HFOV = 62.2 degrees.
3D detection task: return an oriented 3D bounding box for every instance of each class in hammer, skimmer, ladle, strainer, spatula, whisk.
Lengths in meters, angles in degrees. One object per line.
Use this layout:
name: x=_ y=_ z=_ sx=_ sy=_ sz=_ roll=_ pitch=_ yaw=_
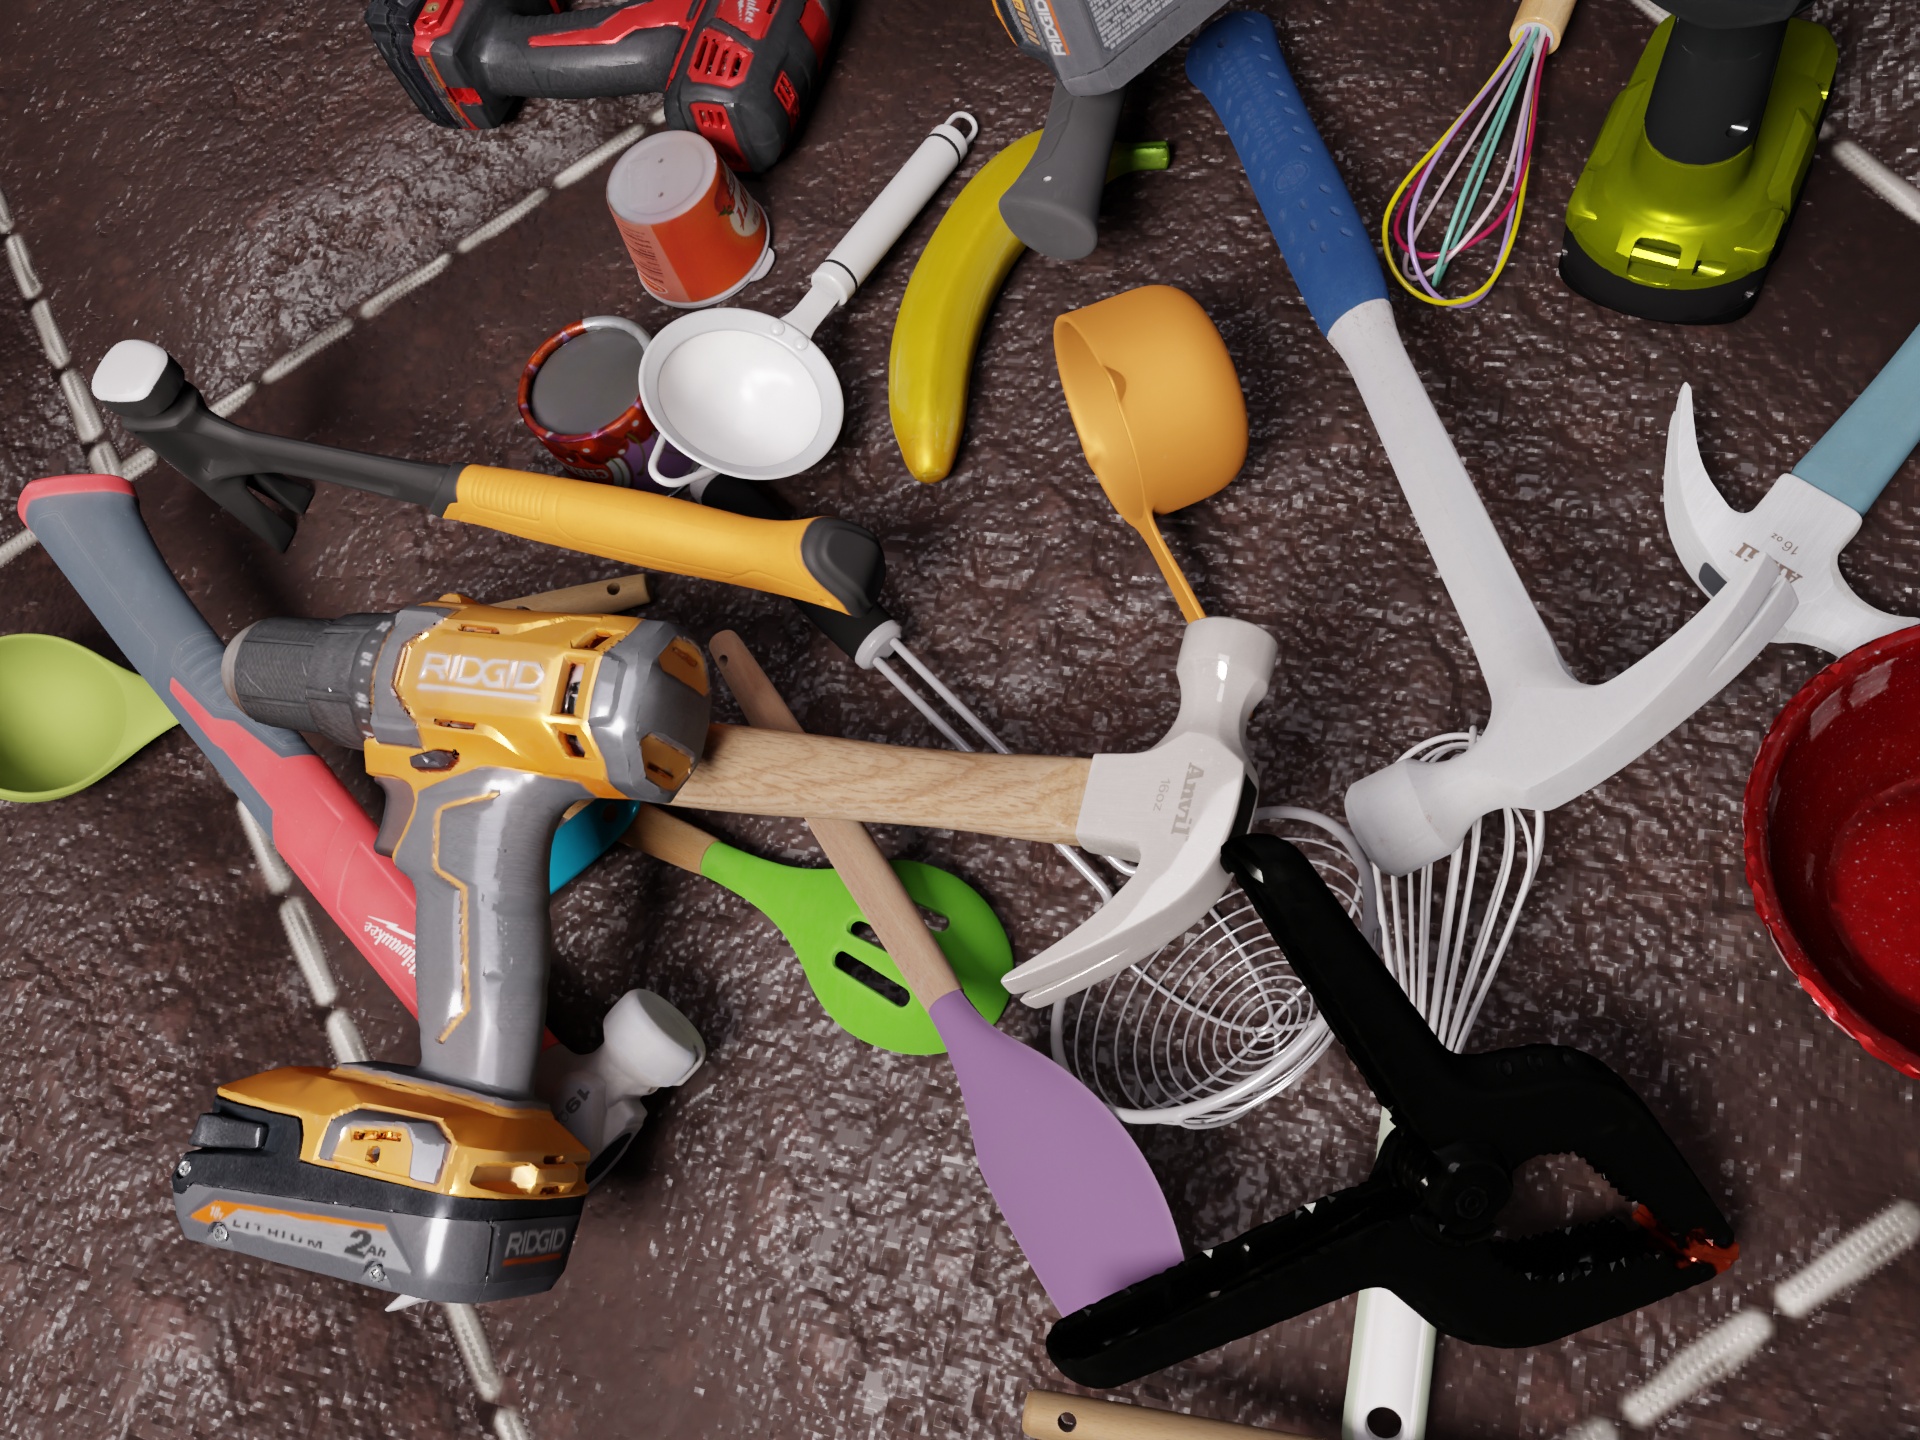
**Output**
hammer: x=-0.058 y=0.022 z=0.570 sx=0.331 sy=0.031 sz=0.130 roll=4 pitch=66 yaw=29
skimmer: x=-0.001 y=-0.002 z=0.590 sx=0.127 sy=0.090 sz=0.364 roll=-45 pitch=64 yaw=-2
ladle: x=-0.292 y=-0.027 z=0.696 sx=0.320 sy=0.062 sz=0.078 roll=-12 pitch=73 yaw=6
strainer: x=-0.059 y=-0.185 z=0.701 sx=0.087 sy=0.050 sz=0.258 roll=34 pitch=67 yaw=-1
hammer: x=0.158 y=-0.144 z=0.594 sx=0.144 sy=0.035 sz=0.406 roll=-31 pitch=49 yaw=26
hammer: x=-0.186 y=-0.086 z=0.655 sx=0.337 sy=0.127 sz=0.034 roll=13 pitch=70 yaw=18
spatula: x=-0.016 y=0.078 z=0.561 sx=0.059 sy=0.018 sz=0.316 roll=-51 pitch=56 yaw=24
hammer: x=0.387 y=-0.161 z=0.590 sx=0.128 sy=0.033 sz=0.331 roll=39 pitch=81 yaw=24
whisk: x=0.154 y=0.119 z=0.525 sx=0.058 sy=0.059 sz=0.246 roll=7 pitch=75 yaw=16
whisk: x=0.234 y=-0.275 z=0.673 sx=0.047 sy=0.051 sz=0.245 roll=16 pitch=70 yaw=26
hammer: x=0.078 y=-0.338 z=0.713 sx=0.146 sy=0.035 sz=0.335 roll=2 pitch=61 yaw=23
hammer: x=-0.273 y=0.044 z=0.632 sx=0.143 sy=0.038 sz=0.386 roll=-46 pitch=72 yaw=1

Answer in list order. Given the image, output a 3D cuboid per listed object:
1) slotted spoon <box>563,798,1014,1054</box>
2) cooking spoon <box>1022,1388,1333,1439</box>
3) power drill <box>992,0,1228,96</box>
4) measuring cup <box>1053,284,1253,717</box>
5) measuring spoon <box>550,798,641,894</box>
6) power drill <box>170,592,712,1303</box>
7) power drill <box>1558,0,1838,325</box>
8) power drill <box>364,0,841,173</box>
slotted spoon: x=-0.121 y=0.047 z=0.637 sx=0.314 sy=0.031 sz=0.070 roll=21 pitch=76 yaw=23
cooking spoon: x=0.176 y=0.234 z=0.468 sx=0.319 sy=0.017 sz=0.069 roll=7 pitch=79 yaw=9
power drill: x=0.015 y=-0.349 z=0.678 sx=0.164 sy=0.084 sz=0.227 roll=-40 pitch=50 yaw=-4
measuring cup: x=0.094 y=-0.088 z=0.618 sx=0.052 sy=0.095 sz=0.174 roll=-24 pitch=83 yaw=-4
measuring spoon: x=-0.179 y=0.065 z=0.631 sx=0.128 sy=0.021 sz=0.042 roll=-38 pitch=67 yaw=11
power drill: x=-0.195 y=0.065 z=0.549 sx=0.185 sy=0.084 sz=0.226 roll=6 pitch=77 yaw=18
power drill: x=0.276 y=-0.260 z=0.553 sx=0.080 sy=0.223 sz=0.171 roll=21 pitch=75 yaw=21
power drill: x=-0.167 y=-0.353 z=0.791 sx=0.220 sy=0.078 sz=0.143 roll=13 pitch=72 yaw=16
